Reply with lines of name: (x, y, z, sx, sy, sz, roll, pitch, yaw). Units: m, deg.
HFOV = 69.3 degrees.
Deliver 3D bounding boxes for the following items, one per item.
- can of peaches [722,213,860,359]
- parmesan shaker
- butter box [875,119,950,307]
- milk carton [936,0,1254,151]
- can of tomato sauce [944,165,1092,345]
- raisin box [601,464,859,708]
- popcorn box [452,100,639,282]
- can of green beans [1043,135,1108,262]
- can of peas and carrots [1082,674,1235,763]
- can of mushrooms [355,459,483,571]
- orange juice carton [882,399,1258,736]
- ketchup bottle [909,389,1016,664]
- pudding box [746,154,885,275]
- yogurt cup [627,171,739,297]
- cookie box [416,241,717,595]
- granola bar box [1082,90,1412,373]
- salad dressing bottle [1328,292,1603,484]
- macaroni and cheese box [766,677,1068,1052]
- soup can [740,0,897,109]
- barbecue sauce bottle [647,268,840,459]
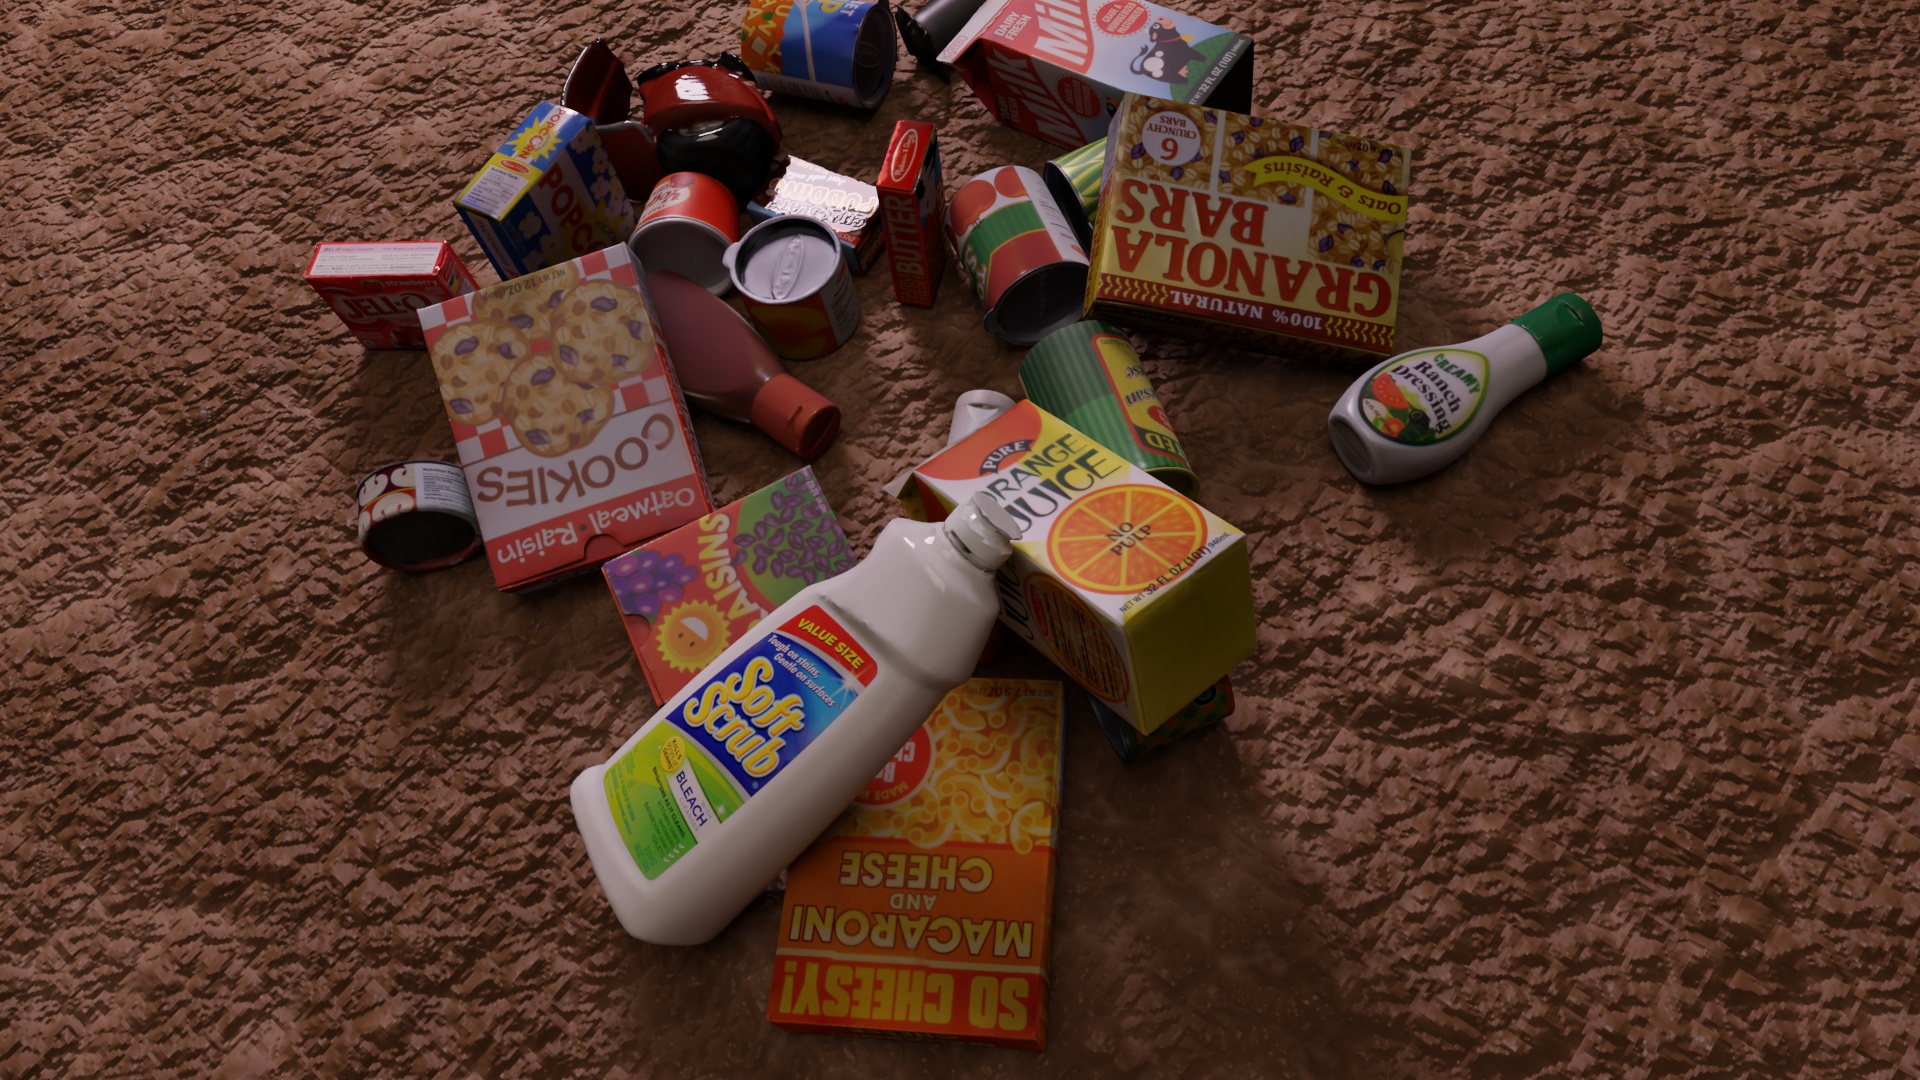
can of peaches: (-0.099, -0.150, 0.824, 0.071, 0.057, 0.071, -4, 62, 7)
parmesan shaker: (0.076, -0.060, 0.738, 0.071, 0.071, 0.103, -19, 60, -2)
butter box: (-0.026, -0.188, 0.808, 0.024, 0.103, 0.053, 9, 62, 10)
milk carton: (0.080, -0.292, 0.865, 0.191, 0.073, 0.072, 30, 70, 23)
can of tomato sauce: (0.033, -0.165, 0.807, 0.071, 0.071, 0.083, -22, 60, -3)
raisin box: (-0.114, 0.027, 0.732, 0.123, 0.040, 0.086, -26, 72, -5)
popcorn box: (-0.238, -0.185, 0.826, 0.038, 0.126, 0.085, 24, 68, 17)
can of green beans: (0.089, -0.203, 0.819, 0.058, 0.071, 0.071, -25, 61, -5)
can of peas and carrots: (0.092, 0.065, 0.668, 0.059, 0.070, 0.071, -23, 61, -5)
can of mushrooms: (-0.303, -0.012, 0.776, 0.071, 0.070, 0.033, -17, 61, -1)
orange juice carton: (0.043, -0.001, 0.650, 0.072, 0.072, 0.193, -34, 45, -20)
ketchup bottle: (0.003, -0.009, 0.739, 0.065, 0.043, 0.149, 7, 62, 9)
pudding box: (-0.085, -0.203, 0.867, 0.084, 0.030, 0.050, 25, 69, 21)
yogurt cup: (-0.167, -0.188, 0.854, 0.072, 0.072, 0.054, -4, 53, 7)
cookie box: (-0.217, -0.067, 0.774, 0.123, 0.040, 0.167, -18, 82, -1)
granola bar box: (0.158, -0.168, 0.763, 0.166, 0.039, 0.124, 10, 78, -4)
salad dressing bottle: (0.269, -0.083, 0.737, 0.148, 0.043, 0.064, -29, 64, -7)
macaroni and cheese box: (-0.015, 0.148, 0.656, 0.124, 0.040, 0.167, 1, 61, 10)
soup can: (-0.092, -0.327, 0.914, 0.084, 0.071, 0.071, 15, 65, 17)
barbecue sauce bottle: (-0.135, -0.099, 0.809, 0.149, 0.043, 0.065, 35, 86, 23)
